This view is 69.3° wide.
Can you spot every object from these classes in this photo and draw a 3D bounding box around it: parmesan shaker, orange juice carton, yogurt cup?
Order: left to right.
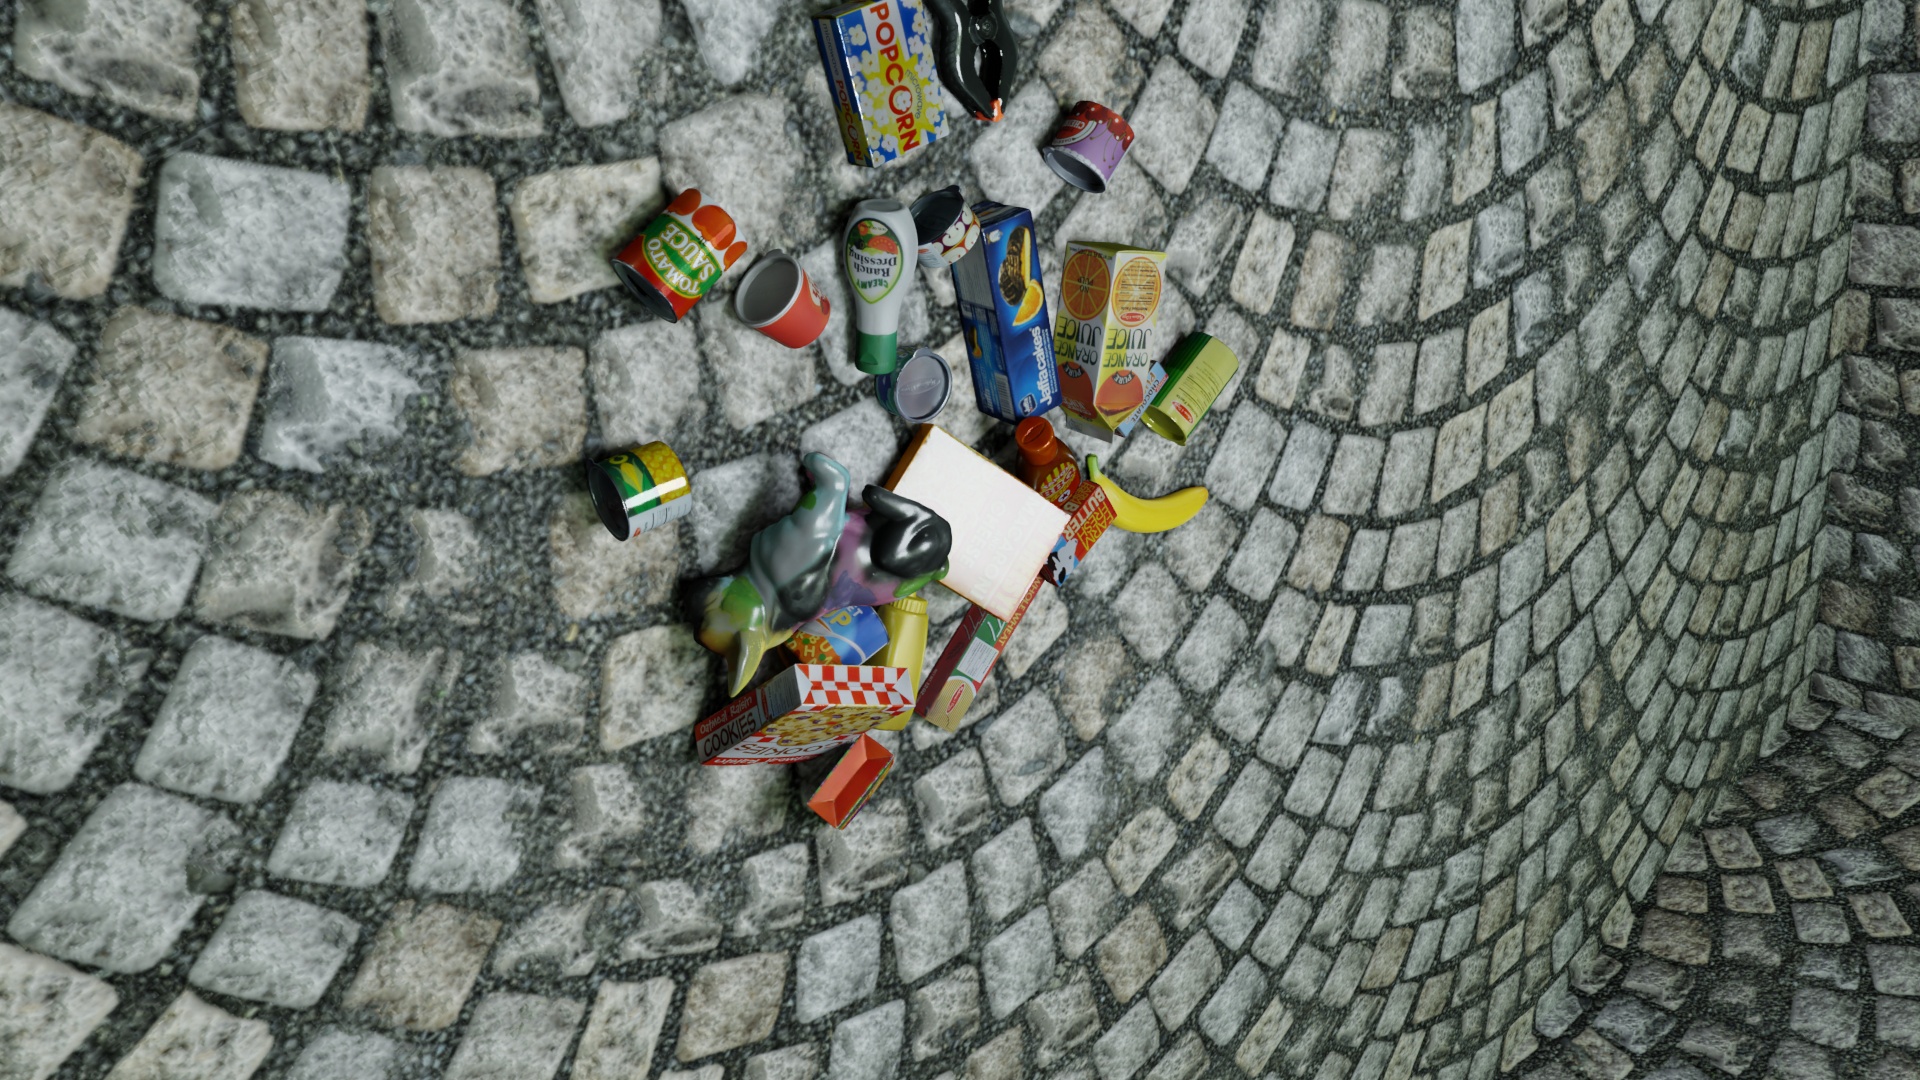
[{"bbox_3d":[-0.144,-0.194,1.144,0.072,0.072,0.054,-59,141,-5],"label":"yogurt cup"},{"bbox_3d":[0.142,-0.196,1.381,0.073,0.072,0.192,-6,111,-39],"label":"orange juice carton"},{"bbox_3d":[0.244,-0.162,1.486,0.103,0.071,0.071,-52,132,-12],"label":"parmesan shaker"}]

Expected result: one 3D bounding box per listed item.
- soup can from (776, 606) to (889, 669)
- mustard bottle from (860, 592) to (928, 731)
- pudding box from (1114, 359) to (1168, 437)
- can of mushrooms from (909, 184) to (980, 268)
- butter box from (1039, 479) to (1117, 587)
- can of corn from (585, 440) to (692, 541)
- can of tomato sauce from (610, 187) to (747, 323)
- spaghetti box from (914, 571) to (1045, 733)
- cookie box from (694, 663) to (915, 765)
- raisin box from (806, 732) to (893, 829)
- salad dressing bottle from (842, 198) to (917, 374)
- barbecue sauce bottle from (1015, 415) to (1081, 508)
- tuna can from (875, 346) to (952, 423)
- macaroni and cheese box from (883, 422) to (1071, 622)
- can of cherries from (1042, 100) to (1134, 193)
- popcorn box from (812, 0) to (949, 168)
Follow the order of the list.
[{"bbox_3d":[-0.120,0.092,1.281,0.084,0.071,0.071,-38,128,-23],"label":"soup can"},{"bbox_3d":[-0.061,0.101,1.337,0.049,0.065,0.160,11,96,-38],"label":"mustard bottle"},{"bbox_3d":[0.170,-0.151,1.440,0.084,0.050,0.030,-54,131,-11],"label":"pudding box"},{"bbox_3d":[-0.017,-0.274,1.216,0.071,0.071,0.033,-53,133,-10],"label":"can of mushrooms"},{"bbox_3d":[0.115,-0.008,1.427,0.104,0.024,0.053,-50,133,-16],"label":"butter box"},{"bbox_3d":[-0.257,-0.043,1.109,0.058,0.071,0.070,-26,123,-31],"label":"can of corn"},{"bbox_3d":[-0.214,-0.219,1.068,0.083,0.071,0.071,-49,132,-14],"label":"can of tomato sauce"},{"bbox_3d":[0.035,0.079,1.433,0.050,0.029,0.250,36,83,-43],"label":"spaghetti box"},{"bbox_3d":[-0.140,0.157,1.233,0.123,0.166,0.040,6,62,-42],"label":"cookie box"},{"bbox_3d":[-0.102,0.231,1.323,0.086,0.040,0.123,-52,175,-12],"label":"raisin box"},{"bbox_3d":[-0.071,-0.218,1.202,0.044,0.064,0.147,-56,154,-58],"label":"salad dressing bottle"},{"bbox_3d":[0.081,-0.076,1.356,0.065,0.044,0.148,-42,158,-6],"label":"barbecue sauce bottle"},{"bbox_3d":[-0.043,-0.145,1.270,0.071,0.033,0.070,-17,118,-35],"label":"tuna can"},{"bbox_3d":[0.005,-0.017,1.319,0.166,0.040,0.124,33,85,-20],"label":"macaroni and cheese box"},{"bbox_3d":[0.119,-0.368,1.294,0.071,0.071,0.058,35,84,-43],"label":"can of cherries"},{"bbox_3d":[-0.064,-0.384,1.150,0.085,0.038,0.126,-32,126,-27],"label":"popcorn box"}]
